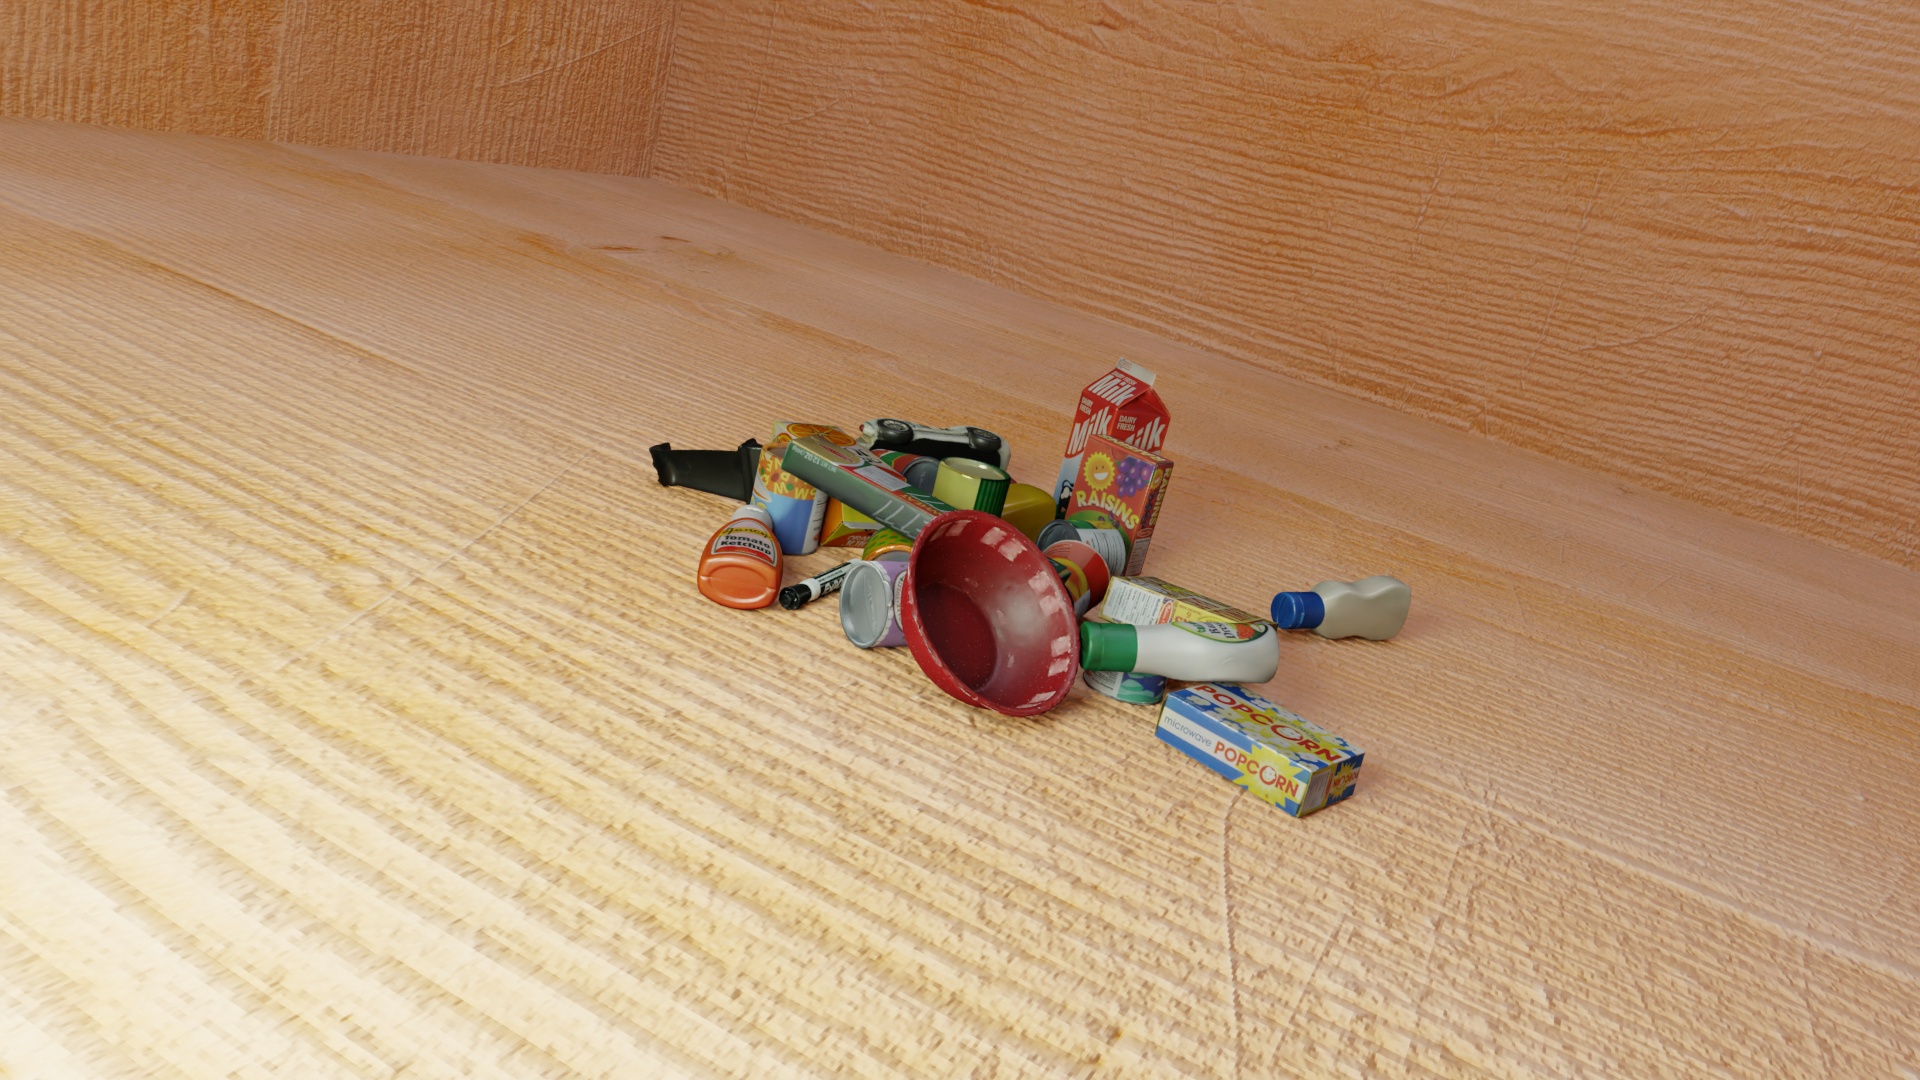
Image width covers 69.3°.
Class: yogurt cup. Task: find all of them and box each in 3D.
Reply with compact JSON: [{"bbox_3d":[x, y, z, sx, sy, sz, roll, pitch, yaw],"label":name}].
[{"bbox_3d":[0.092,0.039,1.212,0.072,0.072,0.054,19,25,14],"label":"yogurt cup"}]

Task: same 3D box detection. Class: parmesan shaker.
[{"bbox_3d":[0.004,-0.016,1.243,0.071,0.102,0.071,14,17,-4],"label":"parmesan shaker"}]

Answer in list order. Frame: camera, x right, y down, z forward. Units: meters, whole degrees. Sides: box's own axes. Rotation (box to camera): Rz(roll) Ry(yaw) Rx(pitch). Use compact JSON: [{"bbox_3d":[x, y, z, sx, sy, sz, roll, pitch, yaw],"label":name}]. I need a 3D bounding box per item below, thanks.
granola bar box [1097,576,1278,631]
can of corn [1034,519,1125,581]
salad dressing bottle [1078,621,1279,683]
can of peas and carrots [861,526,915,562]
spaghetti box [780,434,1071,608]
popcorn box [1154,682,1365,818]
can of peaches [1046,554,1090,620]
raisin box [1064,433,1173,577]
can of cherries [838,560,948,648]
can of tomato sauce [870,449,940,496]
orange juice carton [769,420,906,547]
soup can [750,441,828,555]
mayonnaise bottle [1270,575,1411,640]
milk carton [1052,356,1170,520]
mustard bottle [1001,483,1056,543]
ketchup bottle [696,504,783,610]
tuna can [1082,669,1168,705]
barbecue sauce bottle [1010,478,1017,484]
[{"bbox_3d":[0.198,0.069,1.185,0.124,0.039,0.165,21,6,19],"label":"granola bar box"},{"bbox_3d":[0.110,0.014,1.303,0.058,0.071,0.071,1,22,-40],"label":"can of corn"},{"bbox_3d":[0.164,0.083,1.050,0.148,0.044,0.064,3,13,-10],"label":"salad dressing bottle"},{"bbox_3d":[-0.052,0.027,1.133,0.071,0.070,0.059,14,17,-3],"label":"can of peas and carrots"},{"bbox_3d":[-0.030,-0.018,1.122,0.250,0.028,0.050,28,18,15],"label":"spaghetti box"},{"bbox_3d":[0.217,0.148,1.011,0.127,0.038,0.085,28,20,37],"label":"popcorn box"},{"bbox_3d":[0.068,0.047,1.156,0.071,0.071,0.058,19,17,15],"label":"can of peaches"},{"bbox_3d":[0.154,-0.036,1.393,0.086,0.123,0.040,27,20,34],"label":"raisin box"},{"bbox_3d":[-0.049,0.049,1.057,0.058,0.071,0.071,3,20,-37],"label":"can of cherries"},{"bbox_3d":[-0.060,-0.052,1.343,0.071,0.071,0.083,1,8,-37],"label":"can of tomato sauce"},{"bbox_3d":[-0.113,-0.046,1.295,0.072,0.072,0.193,3,21,-33],"label":"orange juice carton"},{"bbox_3d":[-0.153,-0.038,1.219,0.071,0.083,0.071,13,17,-4],"label":"soup can"},{"bbox_3d":[0.371,0.067,1.357,0.148,0.064,0.041,1,22,-28],"label":"mayonnaise bottle"},{"bbox_3d":[0.161,-0.094,1.469,0.073,0.189,0.072,5,19,-30],"label":"milk carton"},{"bbox_3d":[0.023,-0.017,1.335,0.161,0.065,0.049,-9,32,-44],"label":"mustard bottle"},{"bbox_3d":[-0.174,0.010,1.120,0.065,0.043,0.149,12,17,-8],"label":"ketchup bottle"},{"bbox_3d":[0.135,0.101,1.101,0.071,0.032,0.071,13,17,-4],"label":"tuna can"},{"bbox_3d":[0.010,-0.040,1.425,0.065,0.043,0.149,21,19,17],"label":"barbecue sauce bottle"}]
